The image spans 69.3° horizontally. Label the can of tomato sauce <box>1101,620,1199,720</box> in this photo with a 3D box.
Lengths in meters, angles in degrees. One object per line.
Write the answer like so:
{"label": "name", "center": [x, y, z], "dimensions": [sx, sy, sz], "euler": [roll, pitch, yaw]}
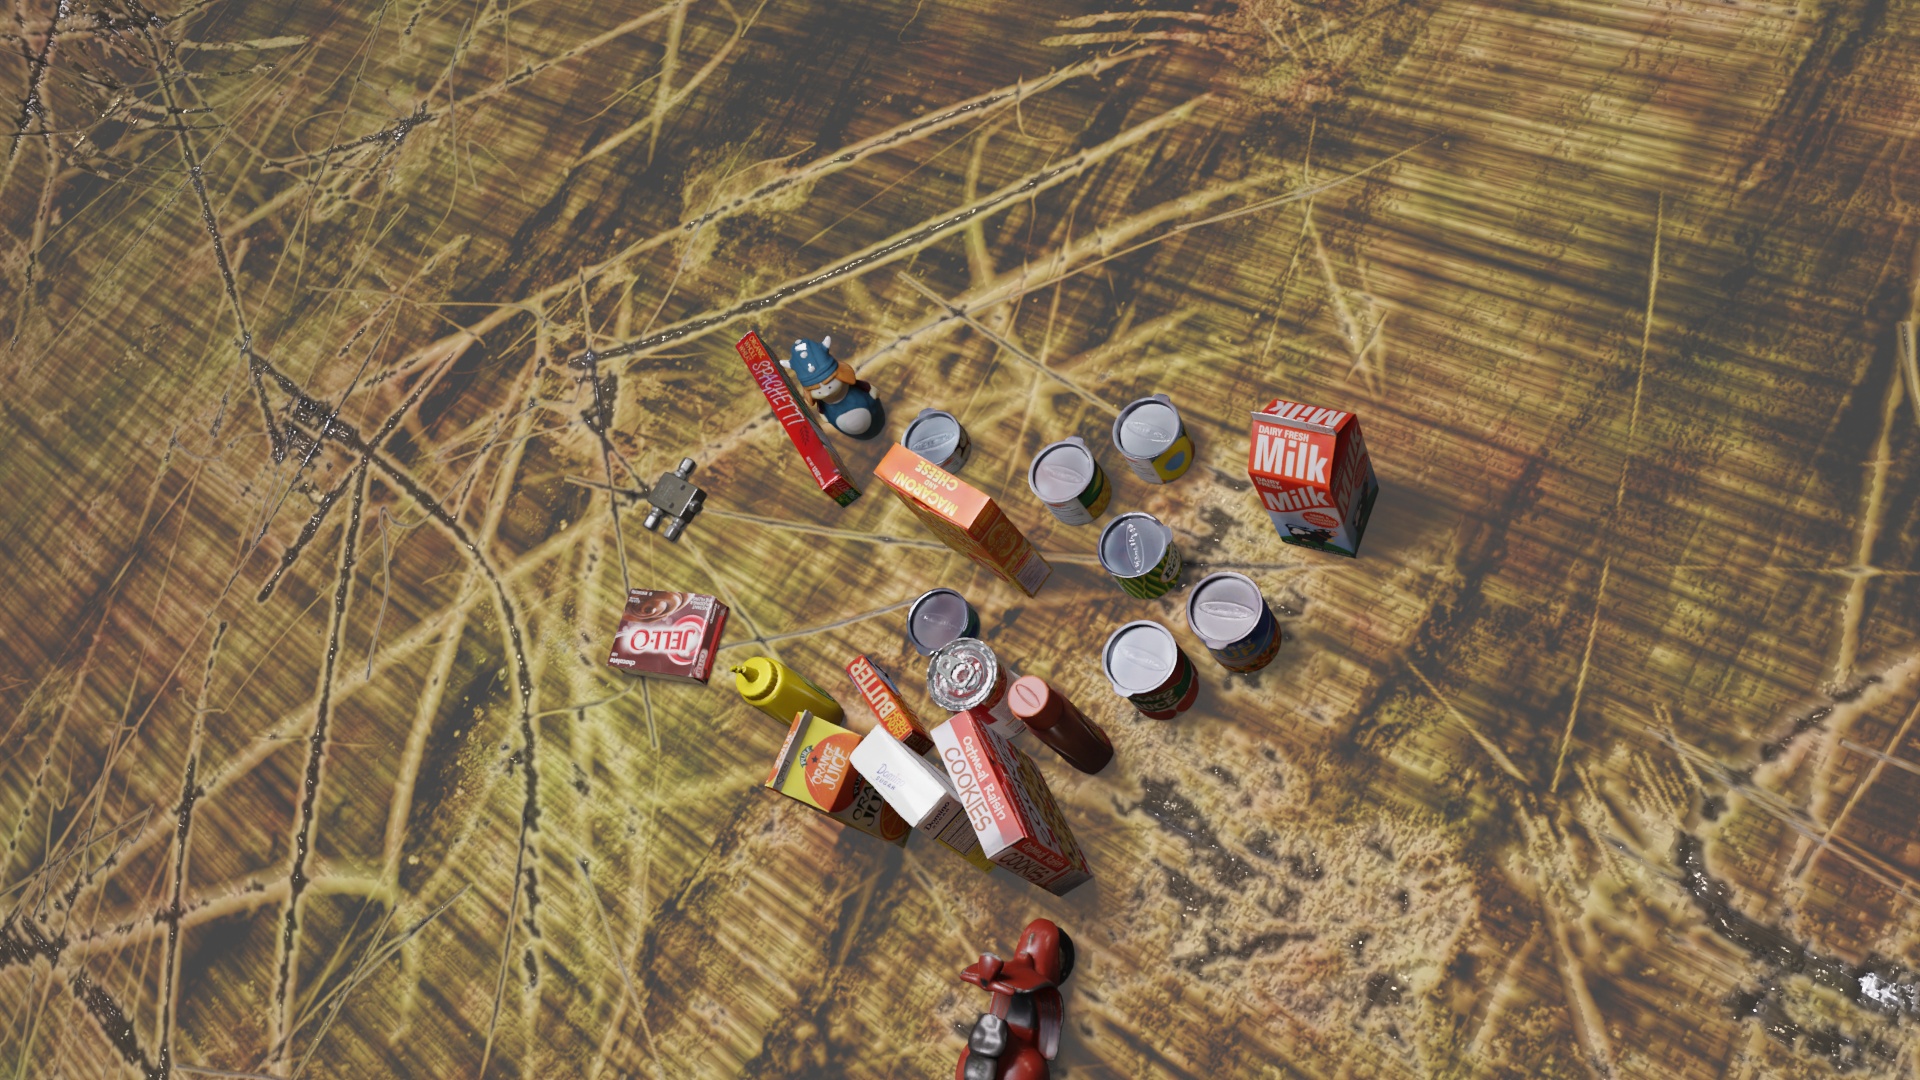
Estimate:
{"label": "can of tomato sauce", "center": [0.168, 0.117, 1.219], "dimensions": [0.071, 0.083, 0.071], "euler": [-10, 63, 21]}

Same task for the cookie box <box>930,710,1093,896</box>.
{"label": "cookie box", "center": [0.046, 0.224, 1.173], "dimensions": [0.040, 0.167, 0.123], "euler": [-33, 57, 8]}

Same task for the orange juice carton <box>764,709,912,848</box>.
{"label": "orange juice carton", "center": [-0.106, 0.210, 1.235], "dimensions": [0.073, 0.192, 0.072], "euler": [15, 74, 30]}

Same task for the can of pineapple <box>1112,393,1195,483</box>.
{"label": "can of pineapple", "center": [0.187, -0.096, 1.328], "dimensions": [0.071, 0.057, 0.071], "euler": [-10, 62, 21]}

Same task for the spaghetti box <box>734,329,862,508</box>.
{"label": "spaghetti box", "center": [-0.180, -0.136, 1.524], "dimensions": [0.028, 0.050, 0.251], "euler": [-37, 56, 5]}

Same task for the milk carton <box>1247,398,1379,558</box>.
{"label": "milk carton", "center": [0.299, -0.059, 1.178], "dimensions": [0.072, 0.190, 0.073], "euler": [14, 73, 30]}

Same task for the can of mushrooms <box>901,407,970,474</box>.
{"label": "can of mushrooms", "center": [-0.025, -0.101, 1.444], "dimensions": [0.071, 0.033, 0.071], "euler": [-10, 62, 21]}

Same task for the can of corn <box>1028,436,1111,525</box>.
{"label": "can of corn", "center": [0.108, -0.057, 1.346], "dimensions": [0.071, 0.058, 0.071], "euler": [-10, 62, 21]}

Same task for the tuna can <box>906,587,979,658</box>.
{"label": "tuna can", "center": [-0.017, 0.084, 1.351], "dimensions": [0.071, 0.032, 0.071], "euler": [-10, 62, 21]}

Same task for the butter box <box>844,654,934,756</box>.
{"label": "butter box", "center": [-0.067, 0.159, 1.326], "dimensions": [0.024, 0.053, 0.104], "euler": [-40, 56, 3]}

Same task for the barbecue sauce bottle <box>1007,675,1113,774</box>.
{"label": "barbecue sauce bottle", "center": [0.083, 0.157, 1.199], "dimensions": [0.043, 0.148, 0.065], "euler": [-46, 56, -1]}

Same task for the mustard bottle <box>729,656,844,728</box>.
{"label": "mustard bottle", "center": [-0.170, 0.145, 1.317], "dimensions": [0.065, 0.160, 0.049], "euler": [30, 82, 33]}

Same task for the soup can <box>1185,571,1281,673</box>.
{"label": "soup can", "center": [0.238, 0.075, 1.206], "dimensions": [0.071, 0.083, 0.071], "euler": [-10, 63, 21]}

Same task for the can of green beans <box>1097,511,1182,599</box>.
{"label": "can of green beans", "center": [0.167, 0.015, 1.284], "dimensions": [0.071, 0.057, 0.071], "euler": [-10, 62, 21]}

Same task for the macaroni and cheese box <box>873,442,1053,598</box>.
{"label": "macaroni and cheese box", "center": [0.005, -0.016, 1.309], "dimensions": [0.124, 0.166, 0.040], "euler": [32, 83, 33]}
